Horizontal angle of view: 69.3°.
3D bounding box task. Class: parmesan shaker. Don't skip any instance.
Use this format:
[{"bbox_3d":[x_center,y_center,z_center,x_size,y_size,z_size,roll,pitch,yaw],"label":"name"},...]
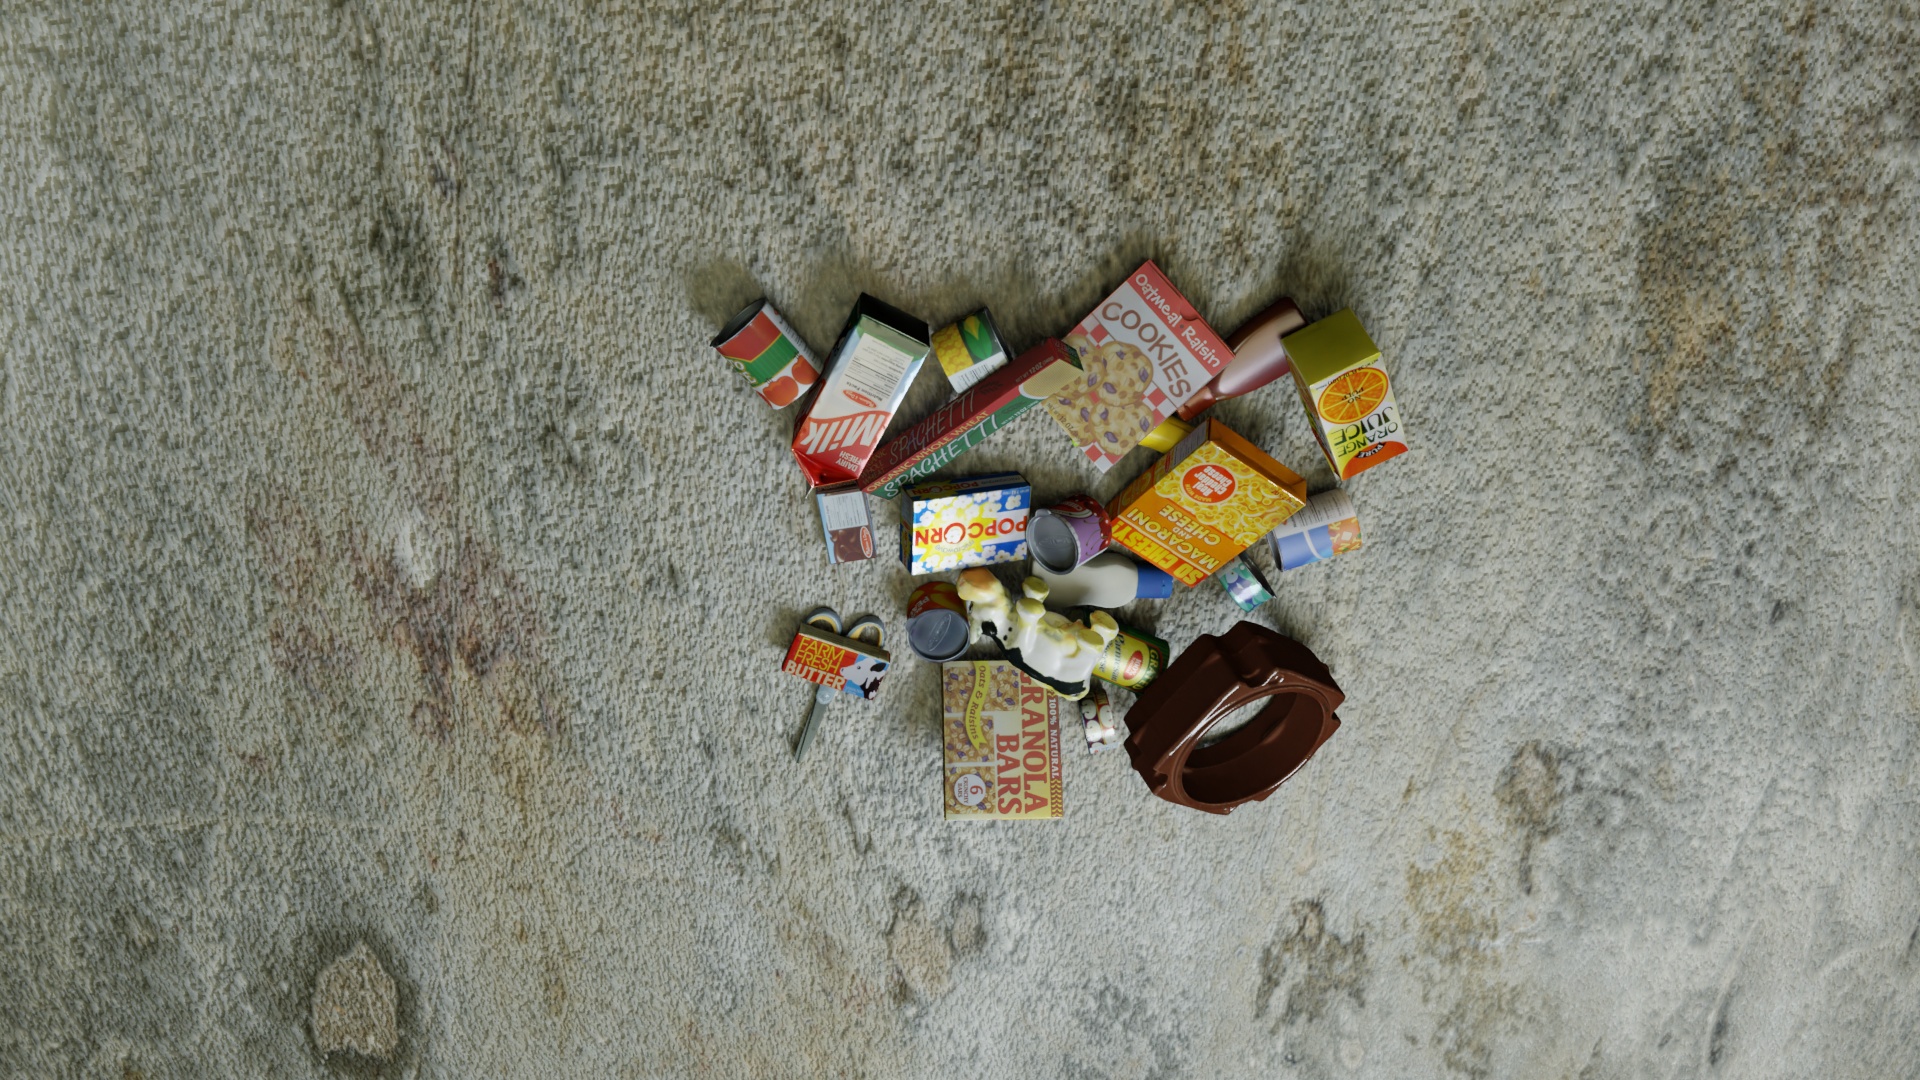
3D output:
[{"bbox_3d":[0.159,0.120,1.468,0.103,0.071,0.071,22,114,-14],"label":"parmesan shaker"}]

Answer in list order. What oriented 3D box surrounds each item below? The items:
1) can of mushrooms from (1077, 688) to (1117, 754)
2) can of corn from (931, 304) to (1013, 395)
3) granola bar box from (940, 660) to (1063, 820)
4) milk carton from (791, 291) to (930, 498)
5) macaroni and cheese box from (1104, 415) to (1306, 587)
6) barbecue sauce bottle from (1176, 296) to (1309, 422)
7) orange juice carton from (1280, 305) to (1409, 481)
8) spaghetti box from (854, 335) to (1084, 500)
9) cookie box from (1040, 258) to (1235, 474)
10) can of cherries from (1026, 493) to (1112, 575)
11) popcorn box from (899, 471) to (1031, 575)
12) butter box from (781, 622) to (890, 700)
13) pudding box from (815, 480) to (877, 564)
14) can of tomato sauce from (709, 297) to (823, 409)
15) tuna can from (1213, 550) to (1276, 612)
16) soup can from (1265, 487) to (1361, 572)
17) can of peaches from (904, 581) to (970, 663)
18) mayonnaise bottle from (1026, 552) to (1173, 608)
[{"bbox_3d":[0.147,0.194,1.507,0.033,0.071,0.070,-12,117,3],"label":"can of mushrooms"},{"bbox_3d":[0.011,-0.180,1.307,0.058,0.071,0.071,-25,116,10],"label":"can of corn"},{"bbox_3d":[0.043,0.212,1.469,0.124,0.039,0.166,0,76,-4],"label":"granola bar box"},{"bbox_3d":[-0.105,-0.130,1.320,0.073,0.072,0.189,25,112,-15],"label":"milk carton"},{"bbox_3d":[0.239,-0.035,1.376,0.123,0.040,0.165,31,134,-17],"label":"macaroni and cheese box"},{"bbox_3d":[0.270,-0.169,1.340,0.148,0.044,0.064,-34,120,14],"label":"barbecue sauce bottle"},{"bbox_3d":[0.374,-0.126,1.334,0.072,0.073,0.192,-26,138,9],"label":"orange juice carton"},{"bbox_3d":[0.004,-0.112,1.321,0.249,0.029,0.050,-32,154,26],"label":"spaghetti box"},{"bbox_3d":[0.158,-0.164,1.315,0.167,0.040,0.123,-42,92,17],"label":"cookie box"},{"bbox_3d":[0.109,-0.009,1.388,0.059,0.071,0.071,-29,130,-40],"label":"can of cherries"},{"bbox_3d":[0.005,-0.017,1.385,0.127,0.038,0.084,-8,120,-19],"label":"popcorn box"},{"bbox_3d":[-0.131,0.127,1.457,0.103,0.024,0.053,19,113,-12],"label":"butter box"},{"bbox_3d":[-0.115,-0.021,1.399,0.050,0.030,0.083,-9,118,0],"label":"pudding box"},{"bbox_3d":[-0.180,-0.172,1.296,0.071,0.071,0.083,-36,115,14],"label":"can of tomato sauce"},{"bbox_3d":[0.293,0.042,1.437,0.032,0.071,0.071,-38,113,16],"label":"tuna can"},{"bbox_3d":[0.358,-0.009,1.416,0.084,0.071,0.071,-17,117,5],"label":"soup can"},{"bbox_3d":[-0.025,0.083,1.442,0.071,0.058,0.071,-1,118,-2],"label":"can of peaches"},{"bbox_3d":[0.144,0.040,1.442,0.148,0.041,0.064,2,118,-6],"label":"mayonnaise bottle"}]
